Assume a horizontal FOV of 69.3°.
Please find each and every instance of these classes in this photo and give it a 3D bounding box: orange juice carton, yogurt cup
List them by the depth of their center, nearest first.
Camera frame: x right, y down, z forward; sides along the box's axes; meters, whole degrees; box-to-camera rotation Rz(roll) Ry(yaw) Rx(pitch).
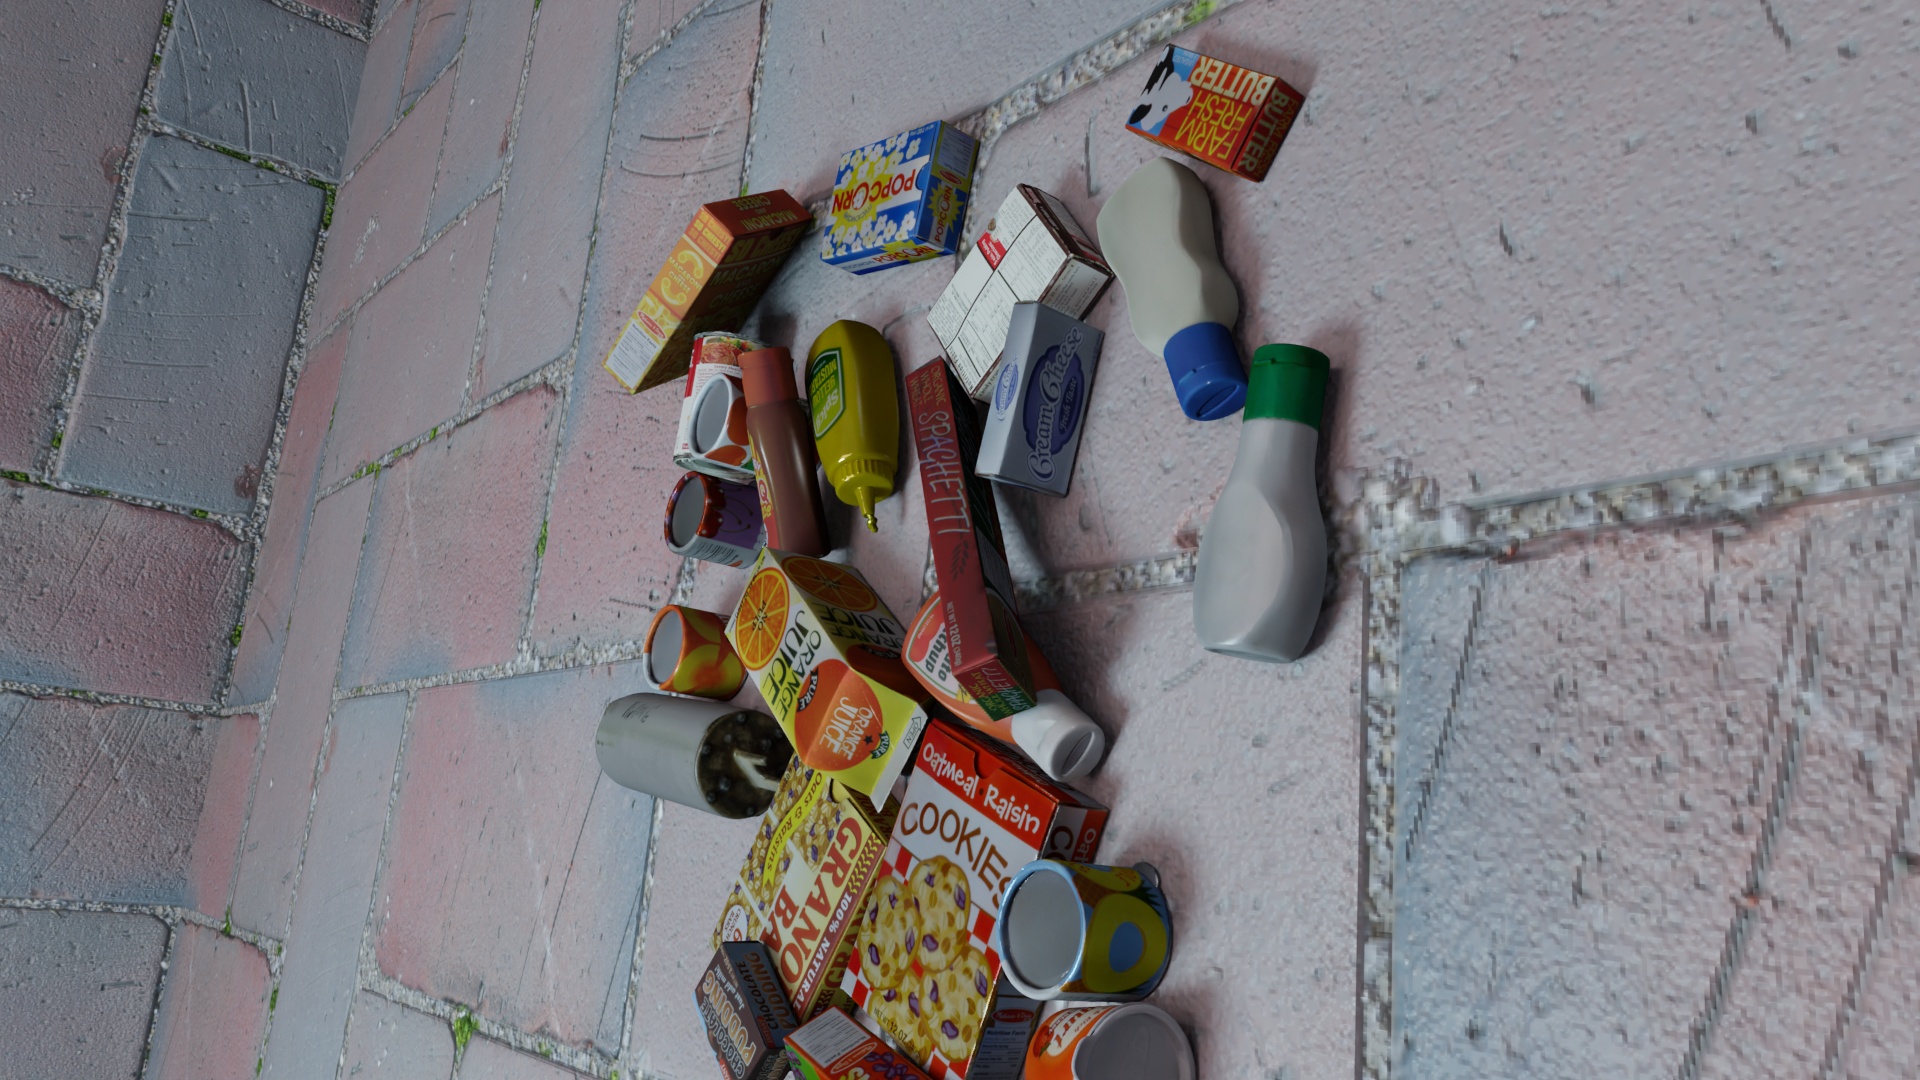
[{"bbox_3d":[0.067,0.247,0.643,0.054,0.072,0.072,-20,62,57],"label":"yogurt cup"},{"bbox_3d":[-0.075,0.085,0.874,0.193,0.073,0.071,47,116,50],"label":"orange juice carton"}]

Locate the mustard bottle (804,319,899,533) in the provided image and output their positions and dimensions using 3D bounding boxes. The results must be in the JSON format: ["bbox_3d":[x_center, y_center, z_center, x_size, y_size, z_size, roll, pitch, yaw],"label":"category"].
[{"bbox_3d":[-0.071,-0.075,0.950,0.065,0.049,0.161,-43,47,40],"label":"mustard bottle"}]

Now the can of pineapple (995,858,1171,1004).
[{"bbox_3d":[0.060,0.189,0.677,0.071,0.058,0.071,-23,60,46],"label":"can of pineapple"}]

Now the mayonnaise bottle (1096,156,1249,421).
[{"bbox_3d":[0.116,-0.132,0.739,0.064,0.041,0.149,-41,49,39],"label":"mayonnaise bottle"}]

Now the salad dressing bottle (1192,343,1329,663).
[{"bbox_3d":[0.146,-0.018,0.655,0.064,0.044,0.148,-2,75,54],"label":"salad dressing bottle"}]

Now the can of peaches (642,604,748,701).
[{"bbox_3d":[-0.198,0.083,1.048,0.071,0.058,0.071,-22,61,47],"label":"can of peaches"}]

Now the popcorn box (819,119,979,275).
[{"bbox_3d":[-0.046,-0.241,0.988,0.126,0.038,0.085,2,78,53],"label":"popcorn box"}]

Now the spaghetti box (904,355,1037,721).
[{"bbox_3d":[0.003,-0.010,0.794,0.028,0.050,0.251,-24,44,14],"label":"spaghetti box"}]

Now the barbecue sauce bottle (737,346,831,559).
[{"bbox_3d":[-0.124,-0.059,0.969,0.065,0.044,0.148,-170,70,-77],"label":"barbecue sauce bottle"}]

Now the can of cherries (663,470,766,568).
[{"bbox_3d":[-0.188,-0.018,1.071,0.071,0.058,0.071,-22,61,47],"label":"can of cherries"}]

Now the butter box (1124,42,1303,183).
[{"bbox_3d":[0.137,-0.235,0.762,0.104,0.024,0.053,44,112,50],"label":"butter box"}]

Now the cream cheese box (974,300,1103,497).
[{"bbox_3d":[0.046,-0.080,0.798,0.024,0.053,0.104,8,84,55],"label":"cream cheese box"}]

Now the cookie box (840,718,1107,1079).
[{"bbox_3d":[0.003,0.198,0.760,0.123,0.040,0.167,23,95,53],"label":"cookie box"}]

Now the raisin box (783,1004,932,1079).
[{"bbox_3d":[-0.040,0.317,0.744,0.123,0.040,0.086,14,121,54],"label":"raisin box"}]

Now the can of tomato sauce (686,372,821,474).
[{"bbox_3d":[-0.149,-0.083,1.025,0.071,0.083,0.071,-22,61,47],"label":"can of tomato sauce"}]

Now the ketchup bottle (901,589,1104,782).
[{"bbox_3d":[0.024,0.081,0.774,0.064,0.043,0.149,-58,39,5],"label":"ketchup bottle"}]

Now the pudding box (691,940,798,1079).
[{"bbox_3d":[-0.129,0.290,0.840,0.049,0.030,0.084,-60,40,20],"label":"pudding box"}]

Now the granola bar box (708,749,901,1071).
[{"bbox_3d":[-0.093,0.226,0.875,0.124,0.039,0.165,39,109,51],"label":"granola bar box"}]

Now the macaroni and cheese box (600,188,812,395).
[{"bbox_3d":[-0.200,-0.199,1.109,0.040,0.124,0.165,44,120,4],"label":"macaroni and cheese box"}]
